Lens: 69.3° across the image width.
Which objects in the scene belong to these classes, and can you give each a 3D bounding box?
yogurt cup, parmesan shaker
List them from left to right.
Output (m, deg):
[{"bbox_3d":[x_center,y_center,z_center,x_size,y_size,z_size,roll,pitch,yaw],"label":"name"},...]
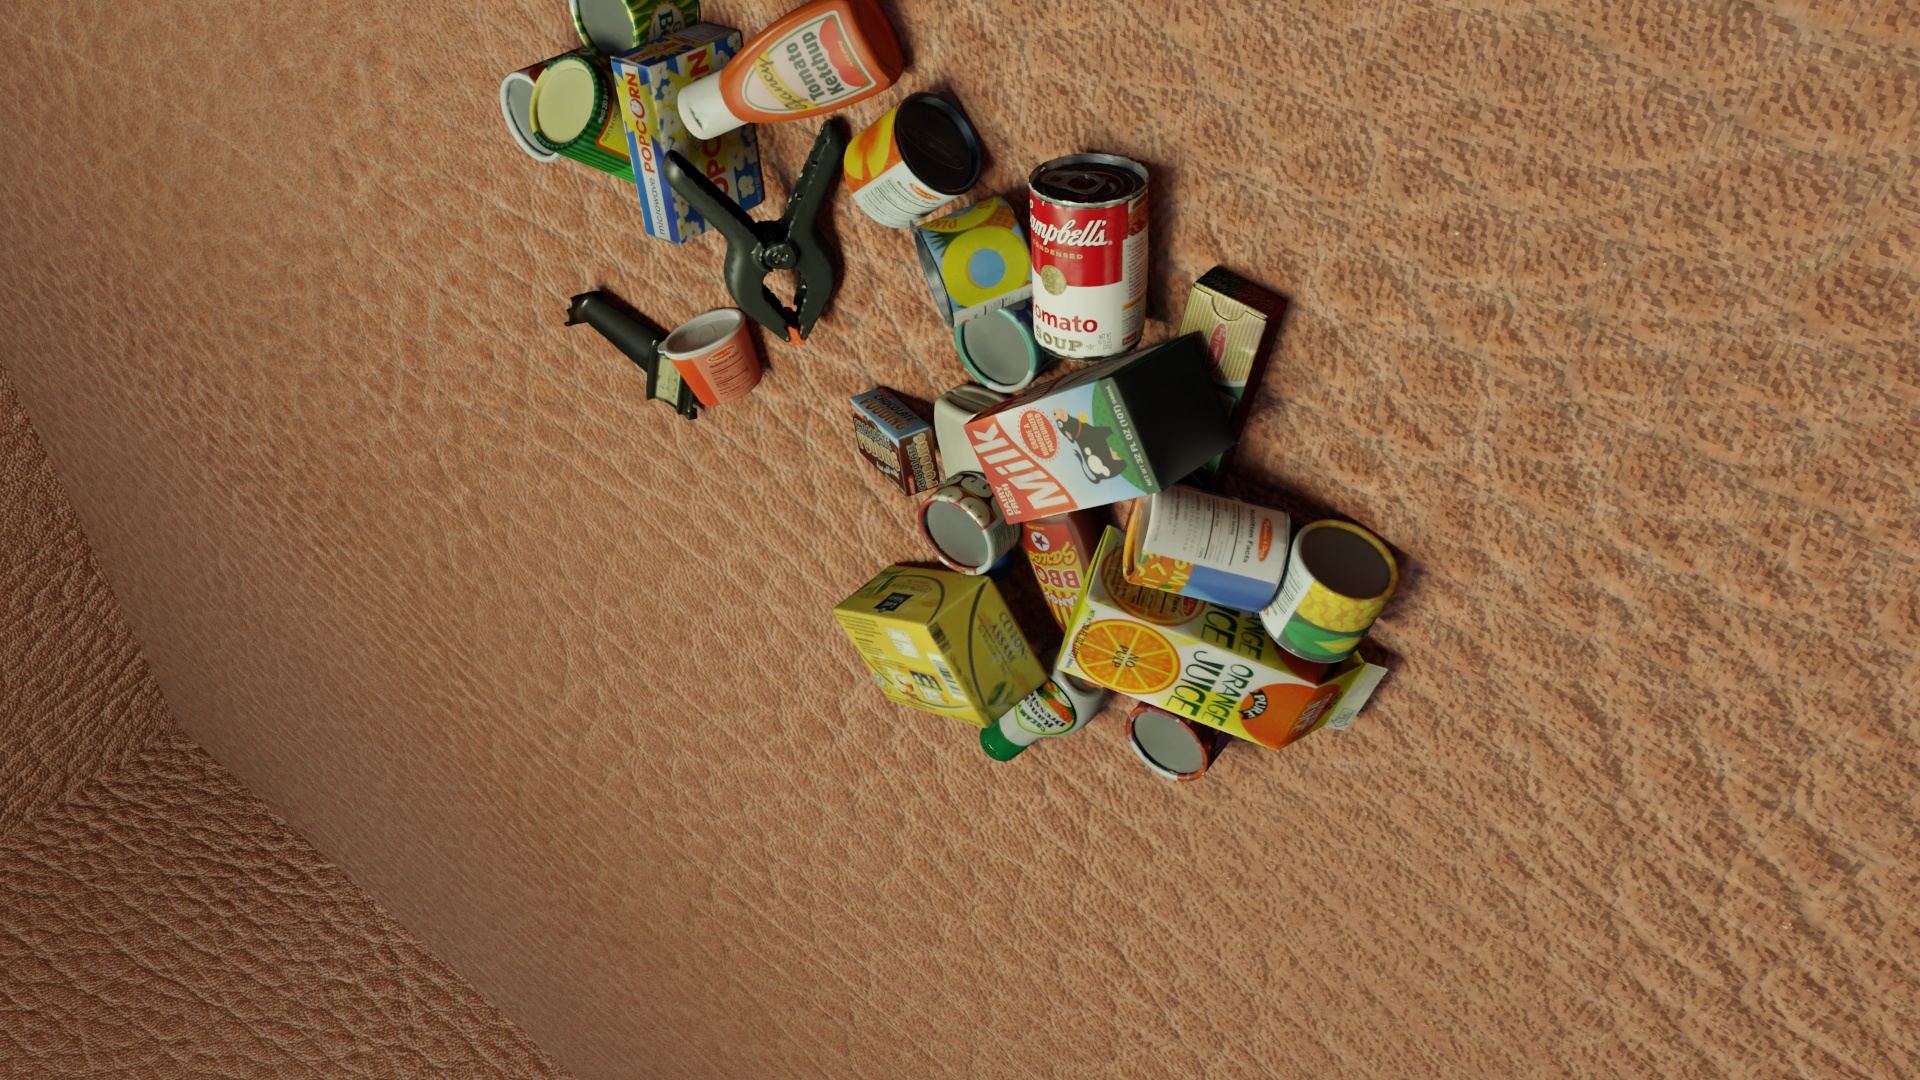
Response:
[{"bbox_3d":[-0.238,-0.284,0.964,0.071,0.103,0.071,-2,86,30],"label":"parmesan shaker"},{"bbox_3d":[-0.190,-0.142,1.087,0.072,0.073,0.053,9,135,39],"label":"yogurt cup"}]

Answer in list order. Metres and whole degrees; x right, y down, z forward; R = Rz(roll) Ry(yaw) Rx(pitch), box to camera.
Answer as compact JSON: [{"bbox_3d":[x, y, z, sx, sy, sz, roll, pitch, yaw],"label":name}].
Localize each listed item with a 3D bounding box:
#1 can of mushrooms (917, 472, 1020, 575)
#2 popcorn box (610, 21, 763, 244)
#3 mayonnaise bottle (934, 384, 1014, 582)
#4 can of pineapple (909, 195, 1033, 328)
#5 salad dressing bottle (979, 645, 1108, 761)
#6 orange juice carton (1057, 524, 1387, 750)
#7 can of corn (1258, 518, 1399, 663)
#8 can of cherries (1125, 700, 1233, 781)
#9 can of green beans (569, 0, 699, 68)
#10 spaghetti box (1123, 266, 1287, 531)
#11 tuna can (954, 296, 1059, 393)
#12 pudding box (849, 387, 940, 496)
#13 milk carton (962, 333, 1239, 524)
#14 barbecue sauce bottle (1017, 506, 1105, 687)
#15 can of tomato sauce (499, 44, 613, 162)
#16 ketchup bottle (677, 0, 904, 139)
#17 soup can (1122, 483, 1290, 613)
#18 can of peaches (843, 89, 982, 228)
[{"bbox_3d":[0.003,-0.012,0.962,0.071,0.034,0.070,26,139,26],"label":"can of mushrooms"},{"bbox_3d":[-0.184,-0.277,0.950,0.038,0.085,0.126,23,134,31],"label":"popcorn box"},{"bbox_3d":[0.017,-0.037,0.991,0.065,0.041,0.147,25,137,33],"label":"mayonnaise bottle"},{"bbox_3d":[0.008,-0.173,0.851,0.071,0.058,0.071,162,86,-86],"label":"can of pineapple"},{"bbox_3d":[0.062,0.131,1.083,0.064,0.044,0.147,48,142,6],"label":"salad dressing bottle"},{"bbox_3d":[0.166,0.068,0.882,0.193,0.073,0.071,20,136,3],"label":"orange juice carton"},{"bbox_3d":[0.222,0.030,0.829,0.071,0.071,0.058,36,139,17],"label":"can of corn"},{"bbox_3d":[0.158,0.125,0.972,0.071,0.059,0.071,26,137,27],"label":"can of cherries"},{"bbox_3d":[-0.221,-0.359,0.940,0.071,0.058,0.071,25,136,27],"label":"can of green beans"},{"bbox_3d":[0.142,-0.053,0.865,0.050,0.029,0.248,32,138,21],"label":"spaghetti box"},{"bbox_3d":[0.030,-0.134,0.904,0.071,0.033,0.070,25,136,27],"label":"tuna can"},{"bbox_3d":[-0.048,-0.073,1.008,0.084,0.030,0.049,43,148,49],"label":"pudding box"},{"bbox_3d":[0.070,-0.062,0.853,0.190,0.074,0.072,-10,107,56],"label":"milk carton"},{"bbox_3d":[0.085,0.034,0.981,0.065,0.044,0.148,11,128,47],"label":"barbecue sauce bottle"},{"bbox_3d":[-0.281,-0.322,1.009,0.071,0.083,0.070,25,135,28],"label":"can of tomato sauce"},{"bbox_3d":[-0.111,-0.292,0.871,0.148,0.044,0.064,-11,124,32],"label":"ketchup bottle"},{"bbox_3d":[0.146,0.004,0.838,0.084,0.072,0.071,13,137,-4],"label":"soup can"},{"bbox_3d":[-0.029,-0.235,0.854,0.058,0.071,0.071,-19,107,50],"label":"can of peaches"}]
